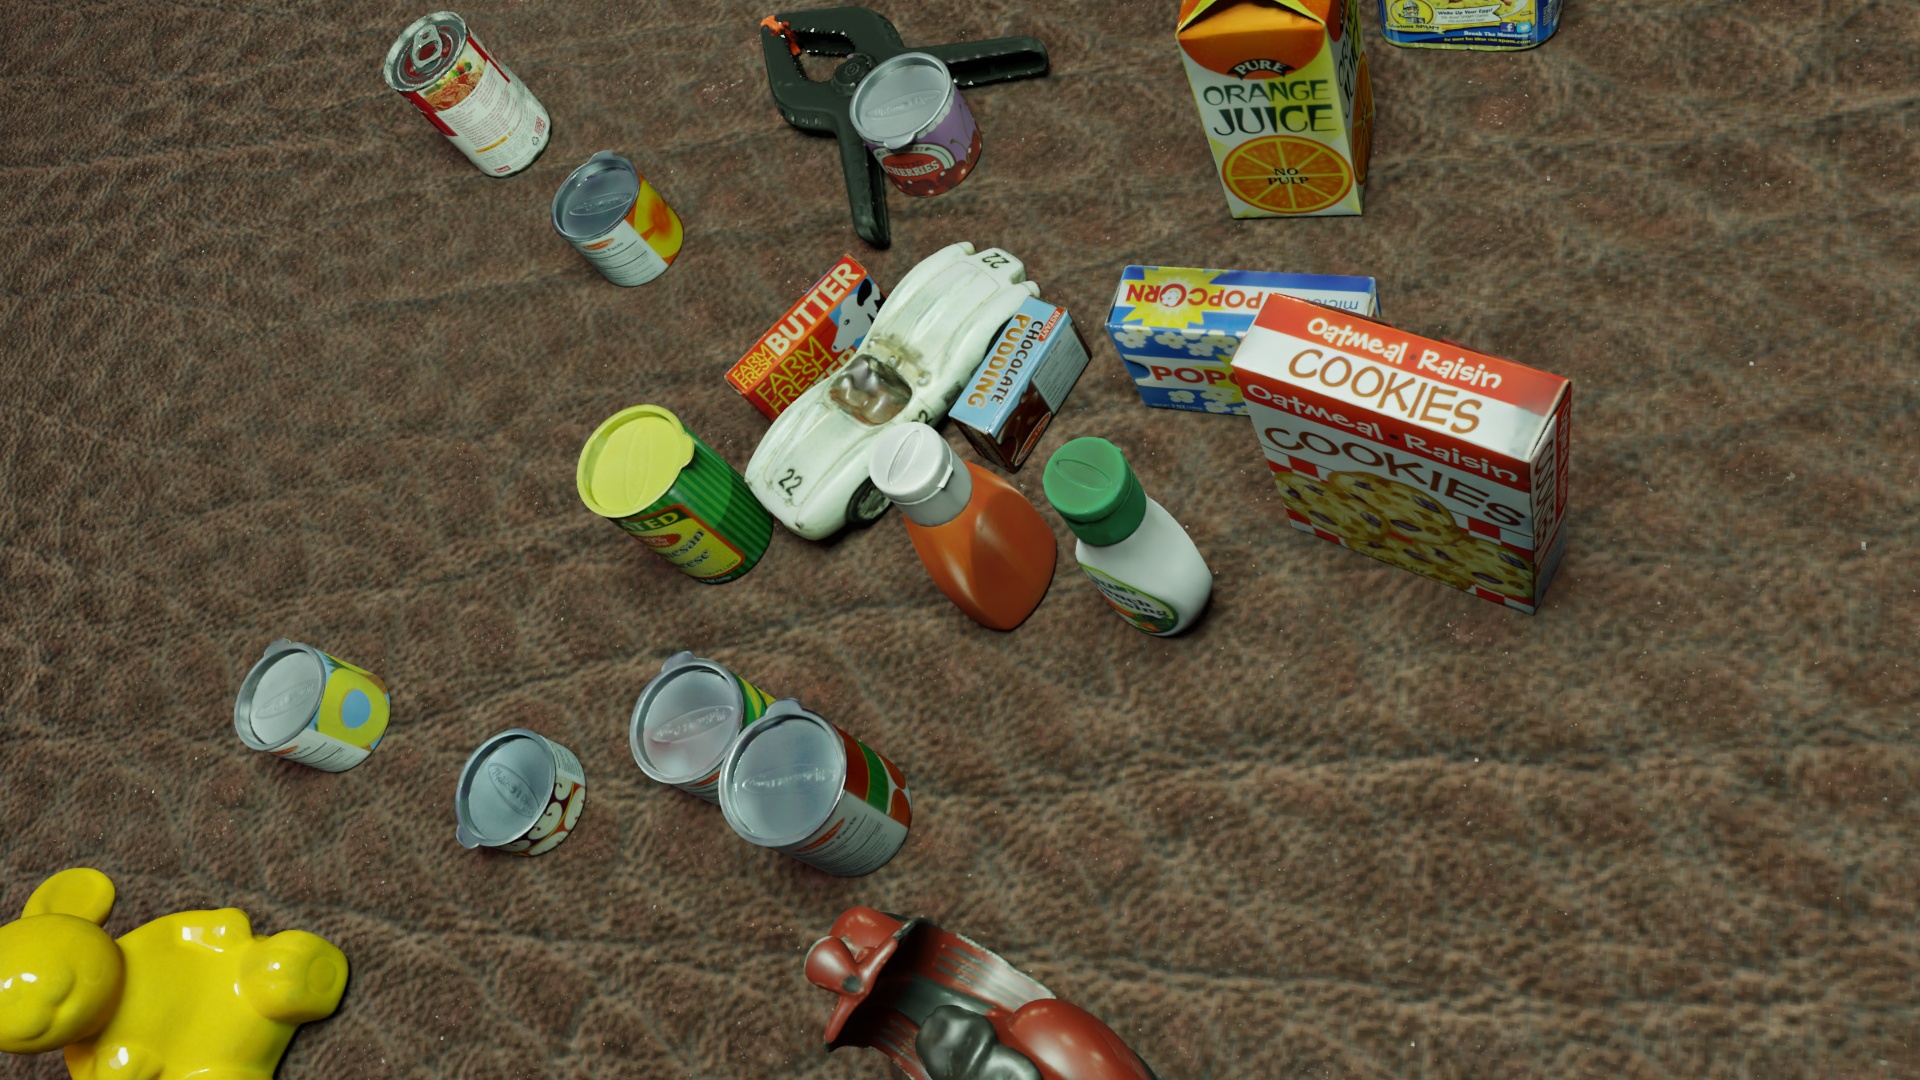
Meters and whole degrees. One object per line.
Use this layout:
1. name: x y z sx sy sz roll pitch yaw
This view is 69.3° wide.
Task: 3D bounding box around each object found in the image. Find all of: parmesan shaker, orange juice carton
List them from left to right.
1. parmesan shaker: -0.154 -0.023 0.776 0.071 0.103 0.071 -9 64 19
2. orange juice carton: 0.159 -0.247 0.699 0.073 0.192 0.072 4 69 24

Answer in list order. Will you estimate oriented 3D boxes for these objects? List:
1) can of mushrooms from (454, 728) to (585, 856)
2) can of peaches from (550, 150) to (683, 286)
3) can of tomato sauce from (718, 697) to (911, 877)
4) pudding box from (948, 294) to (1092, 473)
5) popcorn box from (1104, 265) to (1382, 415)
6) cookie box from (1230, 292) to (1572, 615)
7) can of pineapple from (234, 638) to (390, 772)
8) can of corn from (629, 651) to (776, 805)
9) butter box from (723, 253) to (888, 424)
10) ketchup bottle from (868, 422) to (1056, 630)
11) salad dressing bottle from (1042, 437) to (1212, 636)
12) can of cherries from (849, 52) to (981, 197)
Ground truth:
1. can of mushrooms: -0.247 0.143 0.777 0.071 0.033 0.071 -9 64 19
2. can of peaches: -0.226 -0.212 0.921 0.071 0.058 0.071 -9 64 19
3. can of tomato sauce: -0.070 0.124 0.684 0.071 0.083 0.071 -9 64 19
4. pudding box: 0.034 -0.085 0.759 0.030 0.049 0.084 27 79 30
5. popcorn box: 0.147 -0.097 0.697 0.127 0.085 0.038 8 70 26
6. cookie box: 0.194 -0.034 0.599 0.123 0.167 0.040 23 78 30
7. can of pineapple: -0.391 0.100 0.842 0.071 0.057 0.071 -9 64 19
8. can of corn: -0.131 0.100 0.735 0.071 0.058 0.071 -9 64 19
9. butter box: -0.086 -0.115 0.820 0.103 0.053 0.024 -45 58 -2
10. ketchup bottle: 0.002 -0.008 0.677 0.043 0.148 0.065 19 75 29
11. salad dressing bottle: 0.077 0.000 0.643 0.064 0.147 0.044 26 79 30
12. can of cherries: -0.027 -0.254 0.858 0.071 0.058 0.072 -9 64 19
